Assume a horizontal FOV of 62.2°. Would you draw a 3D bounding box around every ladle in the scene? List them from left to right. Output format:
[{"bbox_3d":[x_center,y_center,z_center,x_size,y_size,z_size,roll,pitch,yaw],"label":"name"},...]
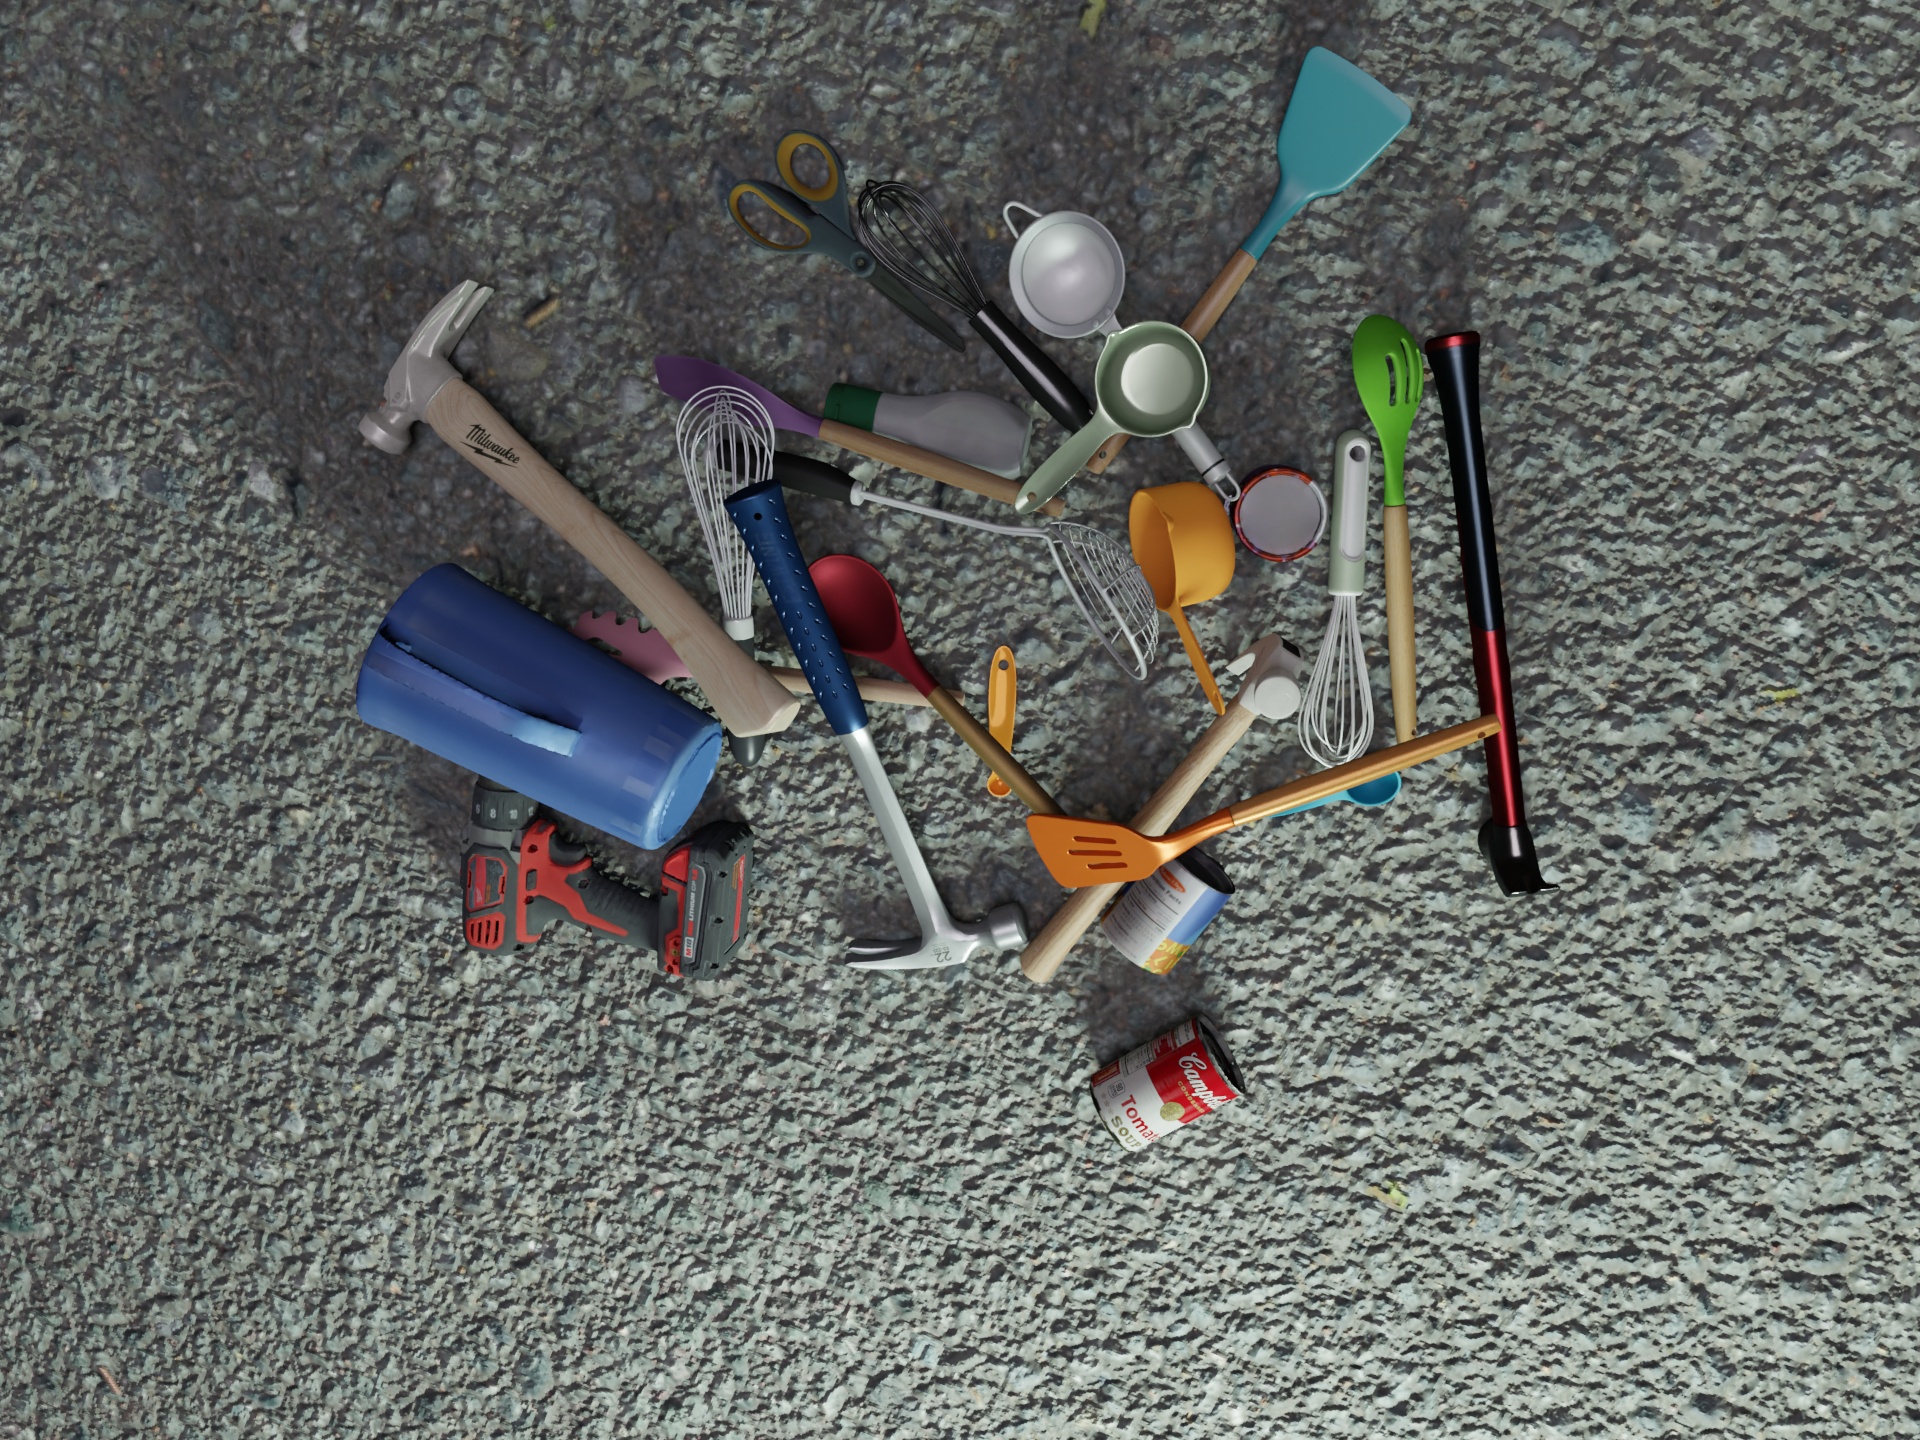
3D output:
[{"bbox_3d":[-0.002,-0.004,1.173,0.315,0.031,0.069,46,107,10],"label":"ladle"}]

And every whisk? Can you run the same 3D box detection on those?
[{"bbox_3d":[-0.165,-0.100,1.160,0.070,0.070,0.284,1,109,7],"label":"whisk"},{"bbox_3d":[0.015,-0.289,1.125,0.055,0.055,0.239,-42,102,14],"label":"whisk"},{"bbox_3d":[0.276,-0.084,1.142,0.057,0.059,0.246,0,98,-10],"label":"whisk"}]

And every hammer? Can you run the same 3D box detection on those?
[{"bbox_3d":[-0.263,-0.144,1.150,0.411,0.038,0.146,42,105,13],"label":"hammer"},{"bbox_3d":[-0.081,0.017,1.172,0.144,0.035,0.405,-17,113,12],"label":"hammer"},{"bbox_3d":[0.143,0.070,1.170,0.031,0.130,0.331,34,115,-3],"label":"hammer"},{"bbox_3d":[0.364,-0.072,1.095,0.038,0.143,0.386,-8,97,12],"label":"hammer"}]

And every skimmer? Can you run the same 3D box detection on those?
[{"bbox_3d":[-0.027,-0.123,1.148,0.363,0.127,0.090,17,79,10],"label":"skimmer"}]

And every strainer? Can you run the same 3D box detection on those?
[{"bbox_3d":[0.116,-0.258,1.109,0.087,0.050,0.258,-38,85,33],"label":"strainer"}]

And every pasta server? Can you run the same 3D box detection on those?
[{"bbox_3d":[-0.153,-0.037,1.220,0.316,0.040,0.060,7,103,2],"label":"pasta server"}]

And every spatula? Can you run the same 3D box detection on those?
[{"bbox_3d":[-0.075,-0.202,1.136,0.316,0.059,0.018,20,64,7],"label":"spatula"},{"bbox_3d":[0.182,-0.304,1.106,0.082,0.044,0.317,37,106,4],"label":"spatula"},{"bbox_3d":[0.206,0.050,1.083,0.322,0.041,0.080,-20,129,10],"label":"spatula"}]

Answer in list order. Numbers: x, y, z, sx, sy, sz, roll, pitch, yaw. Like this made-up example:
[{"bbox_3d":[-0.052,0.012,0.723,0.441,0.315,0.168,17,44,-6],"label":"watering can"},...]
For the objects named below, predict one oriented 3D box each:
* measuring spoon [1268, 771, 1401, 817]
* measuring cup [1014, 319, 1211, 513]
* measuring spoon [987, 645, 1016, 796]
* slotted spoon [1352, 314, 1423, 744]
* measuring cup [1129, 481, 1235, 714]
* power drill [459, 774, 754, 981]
[{"bbox_3d":[0.264,0.051,1.191,0.128,0.021,0.042,-14,123,19],"label":"measuring spoon"},{"bbox_3d":[0.101,-0.201,1.087,0.167,0.038,0.083,-43,87,23],"label":"measuring cup"},{"bbox_3d":[0.032,0.000,1.212,0.021,0.011,0.117,3,99,7],"label":"measuring spoon"},{"bbox_3d":[0.312,-0.129,1.131,0.031,0.070,0.313,13,116,50],"label":"slotted spoon"},{"bbox_3d":[0.172,-0.088,1.112,0.052,0.095,0.174,-16,71,-12],"label":"measuring cup"},{"bbox_3d":[-0.282,0.103,1.243,0.227,0.080,0.188,8,103,8],"label":"power drill"}]
